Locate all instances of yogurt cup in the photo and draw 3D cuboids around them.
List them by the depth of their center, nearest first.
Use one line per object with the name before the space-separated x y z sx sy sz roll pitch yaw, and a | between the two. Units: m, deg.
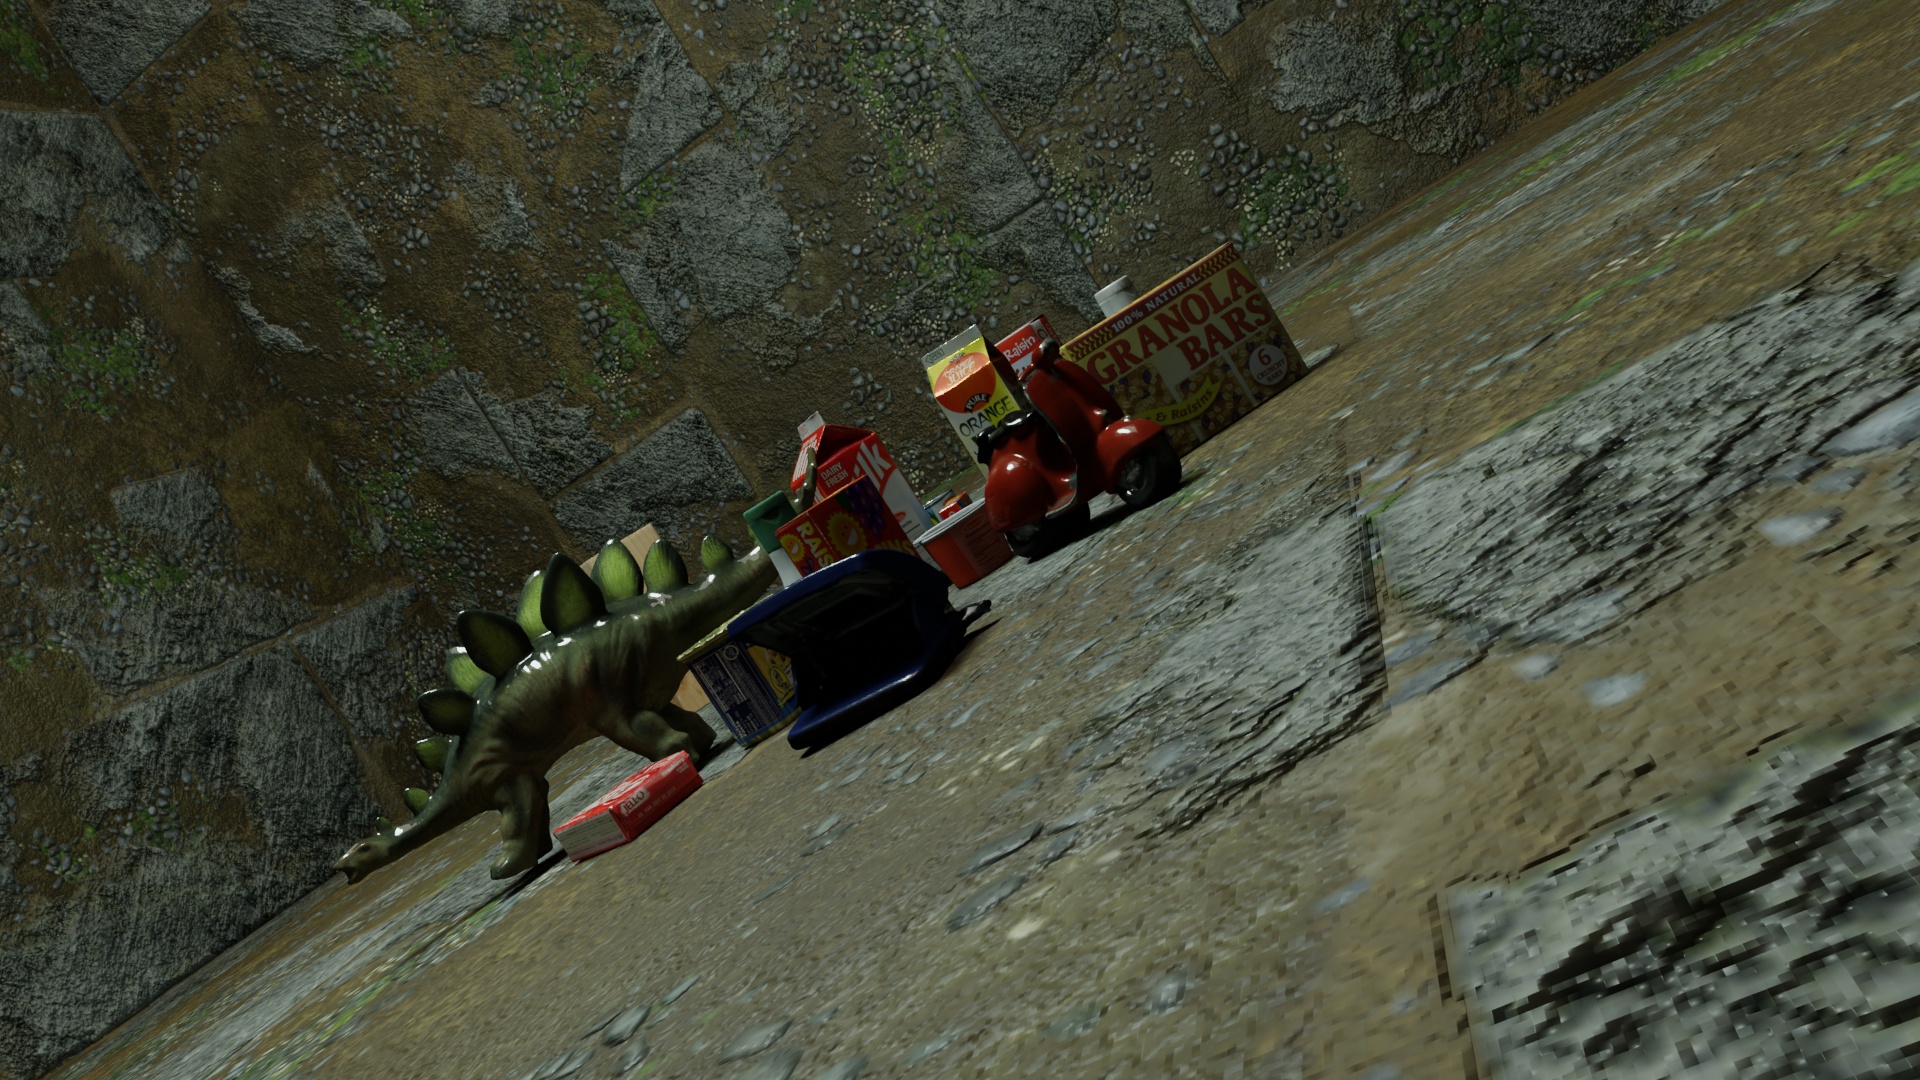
yogurt cup | 0.007 0.004 1.148 0.072 0.054 0.072 -32 4 3

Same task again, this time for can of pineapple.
can of pineapple | -0.023 -0.015 1.535 0.071 0.058 0.071 -32 4 3

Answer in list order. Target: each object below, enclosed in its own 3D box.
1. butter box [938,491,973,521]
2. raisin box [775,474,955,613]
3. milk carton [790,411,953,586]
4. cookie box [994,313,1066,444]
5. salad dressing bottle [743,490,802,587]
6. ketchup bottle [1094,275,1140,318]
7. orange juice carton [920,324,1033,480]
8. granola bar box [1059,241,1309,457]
butter box | 0.005 -0.018 1.399 0.024 0.053 0.104 -32 4 8
raisin box | -0.068 0.023 1.004 0.040 0.123 0.086 -30 5 36
milk carton | -0.085 -0.027 1.233 0.074 0.190 0.072 -34 4 -23
cookie box | 0.086 -0.152 1.566 0.122 0.167 0.040 -29 5 37
salad dressing bottle | -0.117 0.032 1.092 0.064 0.147 0.044 -33 4 -11
ketchup bottle | 0.178 -0.175 1.295 0.043 0.148 0.065 -28 6 47
orange juice carton | 0.038 -0.126 1.441 0.071 0.192 0.073 -31 4 17
granola bar box | 0.177 -0.142 1.108 0.166 0.124 0.039 -33 4 -9
